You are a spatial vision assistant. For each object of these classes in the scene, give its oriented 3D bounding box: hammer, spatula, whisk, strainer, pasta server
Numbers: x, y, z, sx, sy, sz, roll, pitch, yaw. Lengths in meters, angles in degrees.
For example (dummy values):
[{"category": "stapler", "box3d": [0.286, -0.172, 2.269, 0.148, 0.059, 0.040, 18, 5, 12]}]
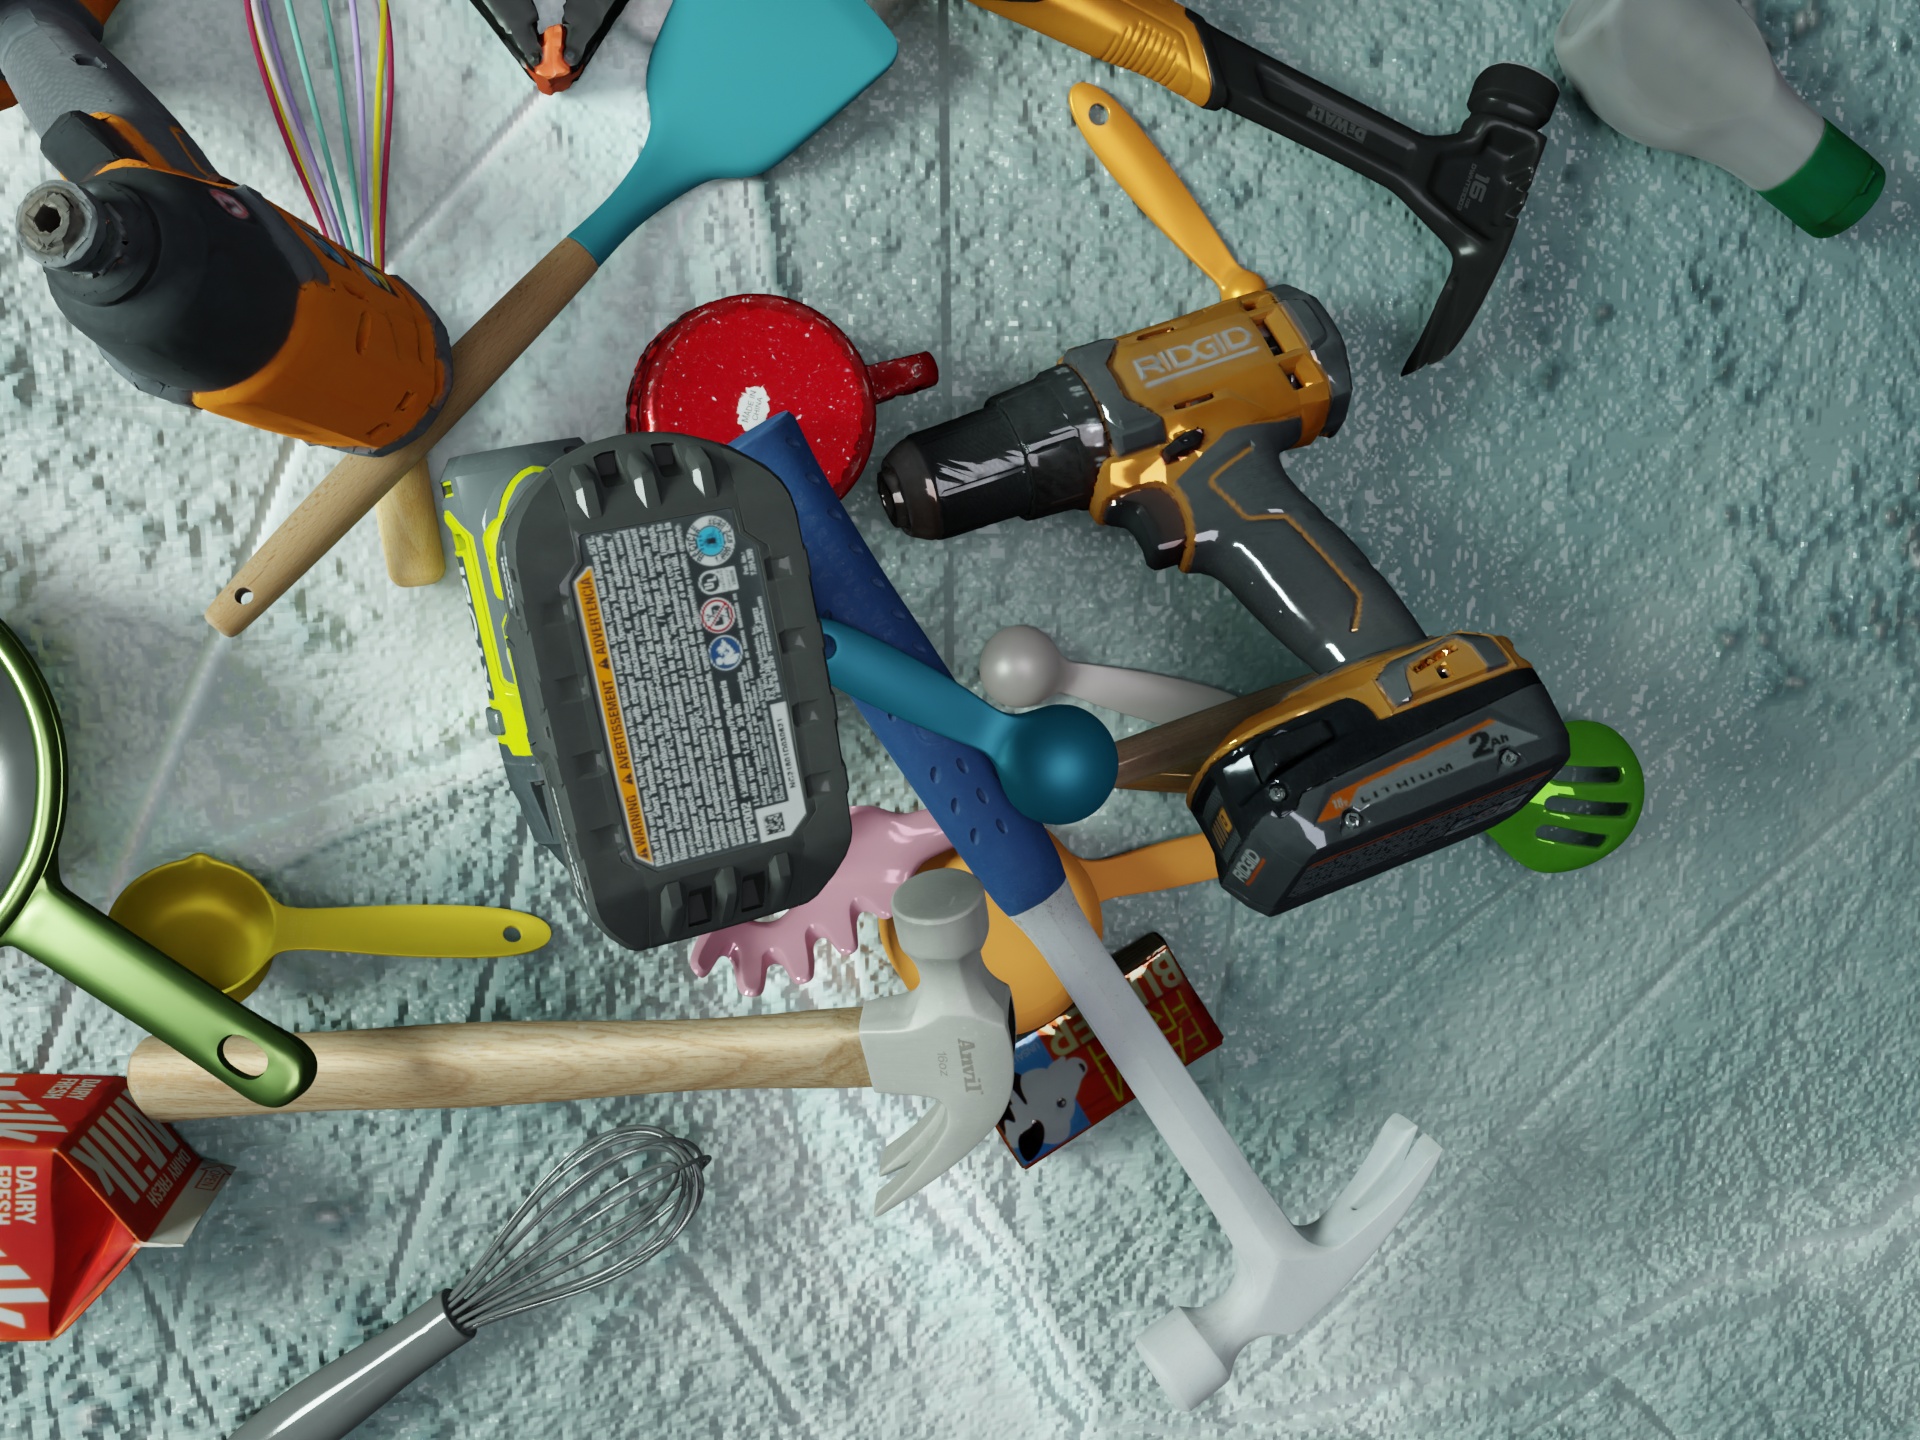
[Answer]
[{"category": "hammer", "box3d": [0.067, -0.255, 0.606, 0.336, 0.034, 0.127, 22, 85, -12]}, {"category": "spatula", "box3d": [-0.152, -0.152, 0.562, 0.082, 0.044, 0.317, 41, 79, -10]}, {"category": "whisk", "box3d": [-0.200, 0.236, 0.628, 0.239, 0.055, 0.055, -35, 104, -1]}, {"category": "hammer", "box3d": [0.038, 0.068, 0.578, 0.144, 0.035, 0.405, -35, 107, -8]}, {"category": "hammer", "box3d": [-0.143, 0.124, 0.572, 0.331, 0.031, 0.130, -5, 119, 11]}, {"category": "strainer", "box3d": [-0.323, 0.050, 0.546, 0.256, 0.069, 0.151, 34, 89, -1]}, {"category": "pasta server", "box3d": [0.045, 0.025, 0.604, 0.316, 0.040, 0.060, -19, 104, -9]}, {"category": "whisk", "box3d": [-0.212, -0.169, 0.565, 0.047, 0.051, 0.245, -10, 103, -15]}]

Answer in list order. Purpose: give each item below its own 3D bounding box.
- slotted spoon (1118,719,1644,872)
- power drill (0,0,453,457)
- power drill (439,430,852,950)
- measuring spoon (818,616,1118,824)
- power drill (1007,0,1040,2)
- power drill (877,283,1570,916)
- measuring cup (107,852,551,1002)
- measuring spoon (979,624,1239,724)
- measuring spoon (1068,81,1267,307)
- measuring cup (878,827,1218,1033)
[{"category": "slotted spoon", "box3d": [0.154, 0.027, 0.675, 0.313, 0.031, 0.070, 4, 102, -10]}, {"category": "power drill", "box3d": [-0.264, -0.179, 0.466, 0.084, 0.164, 0.226, -43, 86, 5]}, {"category": "power drill", "box3d": [-0.113, -0.009, 0.514, 0.080, 0.223, 0.171, -14, 100, -22]}, {"category": "measuring spoon", "box3d": [-0.001, -0.002, 0.524, 0.128, 0.021, 0.042, 26, 92, -19]}, {"category": "power drill", "box3d": [-0.028, -0.359, 0.533, 0.143, 0.078, 0.220, 2, 89, -14]}, {"category": "power drill", "box3d": [0.088, -0.047, 0.579, 0.185, 0.084, 0.226, -20, 67, -12]}, {"category": "measuring cup", "box3d": [-0.237, 0.085, 0.605, 0.156, 0.029, 0.062, 4, 56, -25]}, {"category": "measuring spoon", "box3d": [0.068, -0.012, 0.655, 0.124, 0.018, 0.034, 12, 96, -14]}, {"category": "measuring spoon", "box3d": [0.084, -0.206, 0.632, 0.021, 0.011, 0.117, -44, 104, -2]}, {"category": "measuring cup", "box3d": [0.054, 0.074, 0.647, 0.173, 0.052, 0.095, -13, 101, -7]}]
